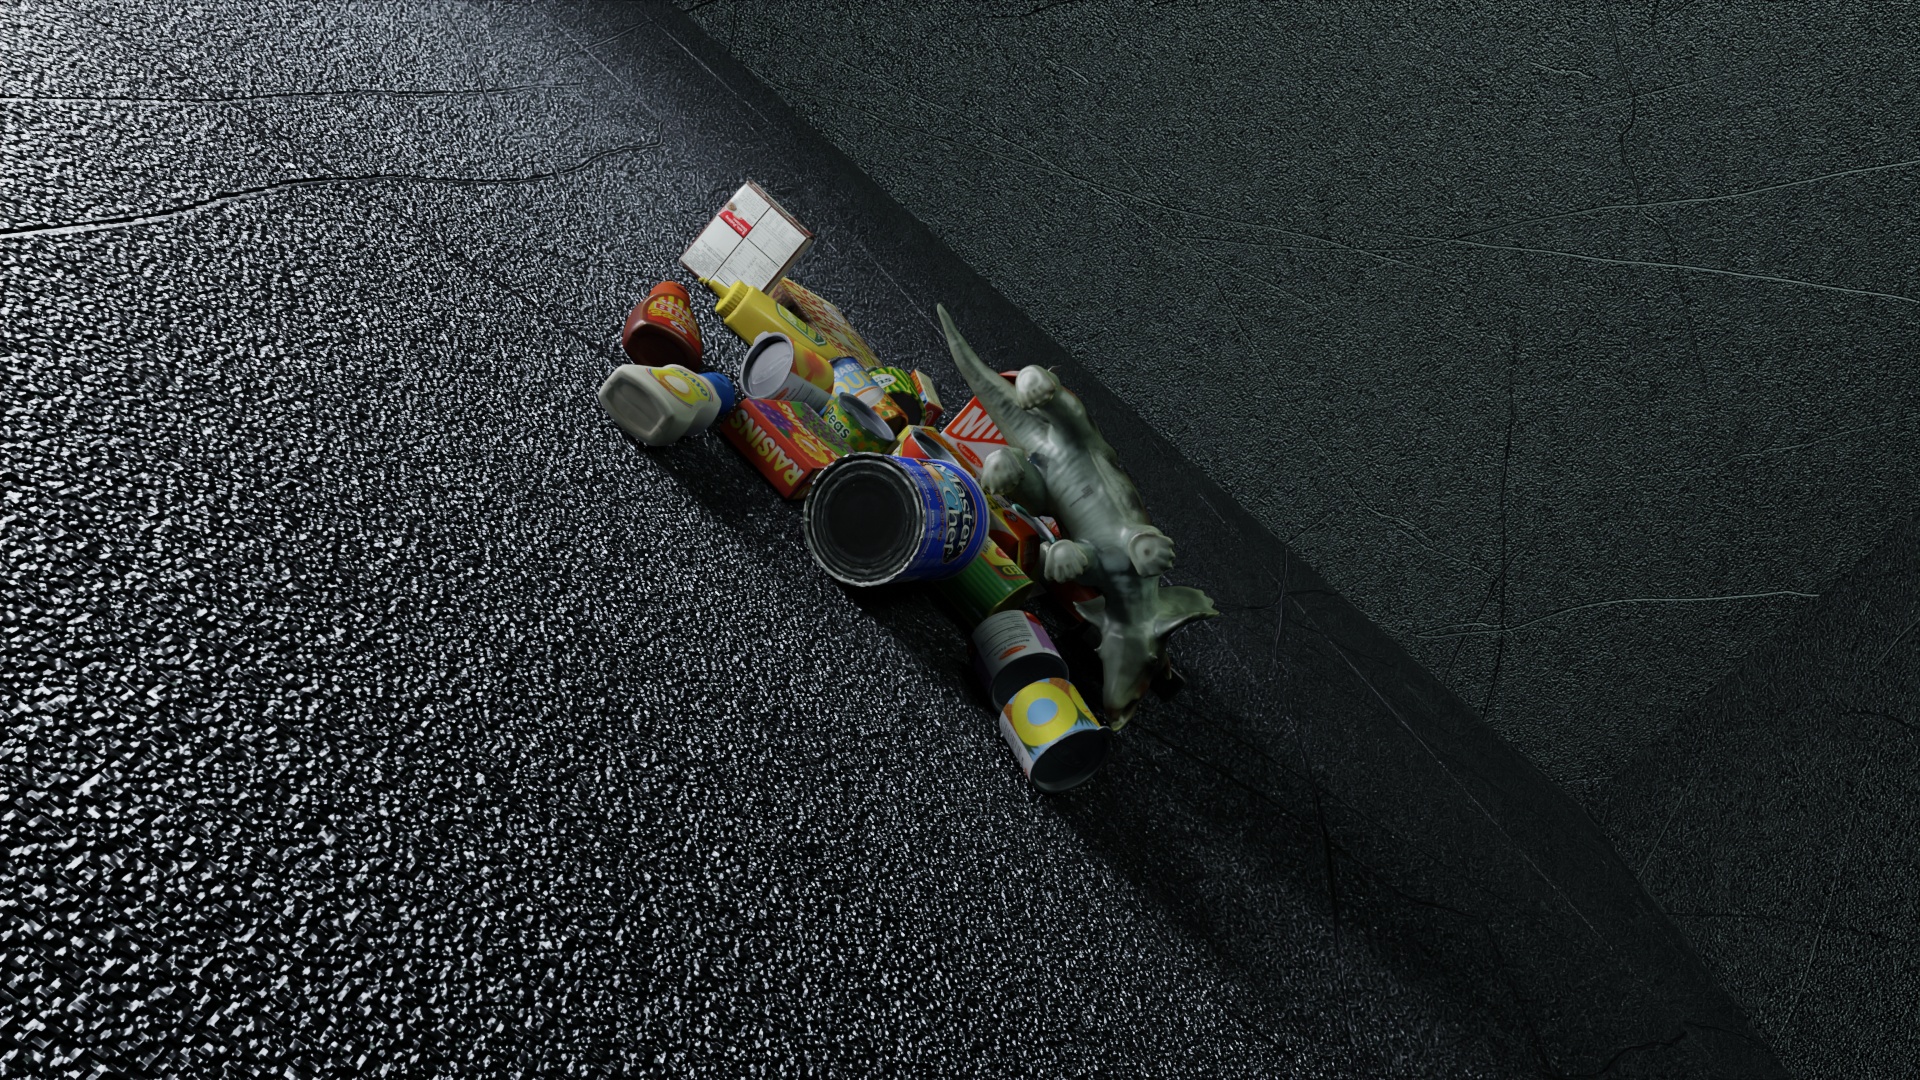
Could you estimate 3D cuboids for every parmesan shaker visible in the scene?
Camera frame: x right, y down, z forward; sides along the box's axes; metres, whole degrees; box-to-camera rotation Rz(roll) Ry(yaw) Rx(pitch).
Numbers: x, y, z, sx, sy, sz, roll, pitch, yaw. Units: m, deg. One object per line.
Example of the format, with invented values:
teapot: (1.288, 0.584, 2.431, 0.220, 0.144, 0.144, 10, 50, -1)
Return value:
parmesan shaker: (0.004, 0.023, 1.200, 0.103, 0.071, 0.071, 46, 15, 15)

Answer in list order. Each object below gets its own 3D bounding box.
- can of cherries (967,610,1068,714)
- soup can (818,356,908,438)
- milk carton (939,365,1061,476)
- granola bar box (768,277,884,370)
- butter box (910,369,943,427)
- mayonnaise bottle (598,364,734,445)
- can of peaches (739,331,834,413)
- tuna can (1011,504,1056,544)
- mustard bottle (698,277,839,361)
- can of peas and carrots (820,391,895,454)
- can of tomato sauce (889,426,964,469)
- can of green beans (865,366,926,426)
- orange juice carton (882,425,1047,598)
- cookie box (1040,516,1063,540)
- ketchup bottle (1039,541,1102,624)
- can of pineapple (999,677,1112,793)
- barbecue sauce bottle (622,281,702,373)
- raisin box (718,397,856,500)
can of cherries: (0.045, 0.099, 1.101, 0.071, 0.071, 0.058, 32, 17, -36)
soup can: (-0.101, -0.128, 1.348, 0.084, 0.071, 0.071, 48, 15, 18)
milk carton: (0.030, -0.103, 1.373, 0.073, 0.190, 0.072, 44, 14, 2)
granola bar box: (-0.149, -0.218, 1.536, 0.124, 0.039, 0.166, 22, 25, -55)
butter box: (-0.051, -0.152, 1.574, 0.024, 0.053, 0.104, 33, 17, -24)
mayonnaise bottle: (-0.214, -0.106, 1.051, 0.065, 0.041, 0.148, 41, 15, 3)
can of peaches: (-0.158, -0.150, 1.266, 0.058, 0.071, 0.071, 27, 21, -48)
tuna can: (0.070, -0.007, 1.517, 0.071, 0.032, 0.071, 39, 15, -12)
mustard bottle: (-0.194, -0.215, 1.391, 0.160, 0.048, 0.065, 37, 14, -22)
can of peas and carrots: (-0.104, -0.092, 1.262, 0.071, 0.058, 0.071, 39, 15, -13)
can of tomato sauce: (-0.046, -0.048, 1.237, 0.071, 0.083, 0.071, 39, 15, -12)
can of green beans: (-0.074, -0.141, 1.461, 0.071, 0.071, 0.058, 34, 17, -30)
orange juice carton: (0.005, -0.016, 1.299, 0.193, 0.073, 0.072, 46, 15, 11)
cookie box: (0.153, 0.024, 1.476, 0.123, 0.040, 0.168, 45, 4, -17)
ketchup bottle: (0.129, 0.065, 1.448, 0.149, 0.043, 0.065, 46, 10, 14)
can of pineapple: (0.071, 0.144, 1.031, 0.071, 0.071, 0.058, 28, 20, -43)
barbecue sauce bottle: (-0.248, -0.180, 1.167, 0.065, 0.043, 0.149, 35, 16, -23)
raisin box: (-0.139, -0.077, 1.169, 0.086, 0.040, 0.123, 46, 14, 9)
